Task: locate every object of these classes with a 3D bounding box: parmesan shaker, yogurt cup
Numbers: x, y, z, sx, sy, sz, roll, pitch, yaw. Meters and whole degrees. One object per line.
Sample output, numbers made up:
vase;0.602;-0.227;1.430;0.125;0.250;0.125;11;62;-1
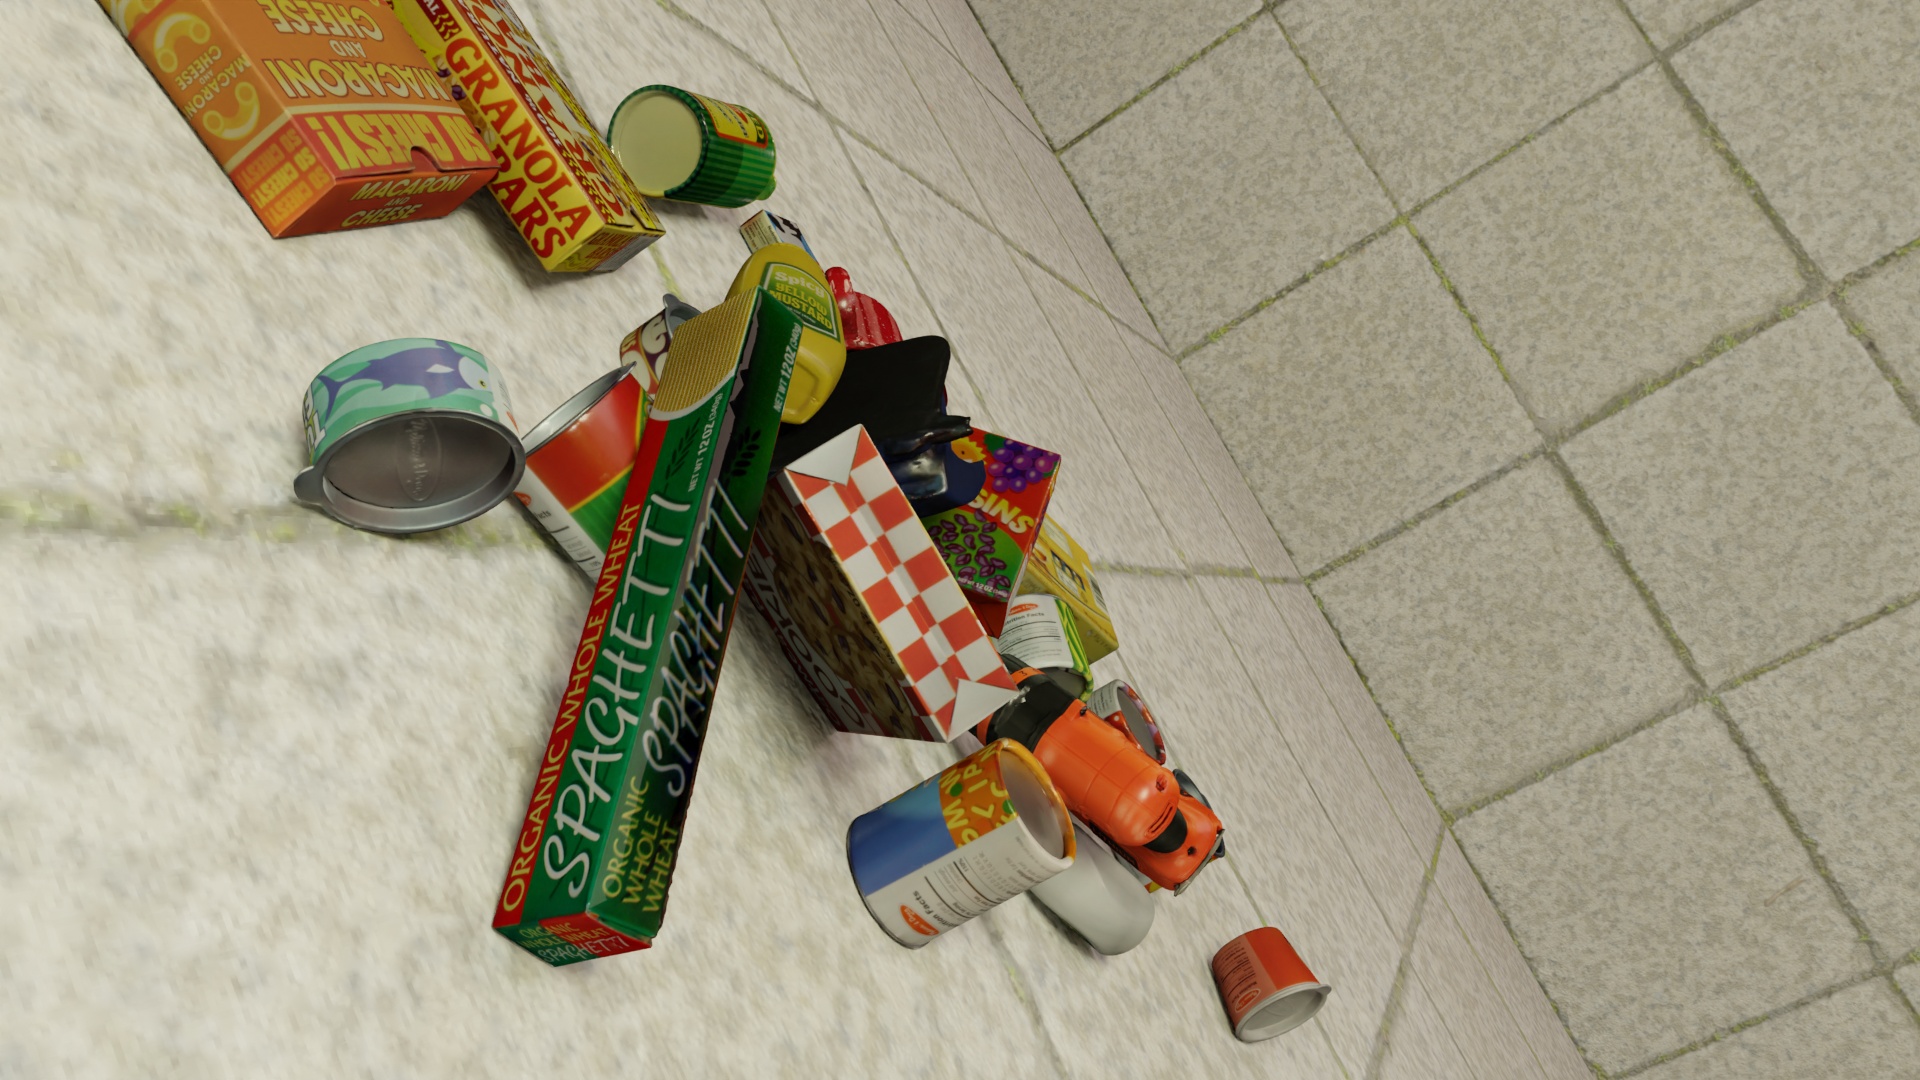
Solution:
parmesan shaker;-0.160;-0.238;0.851;0.071;0.071;0.103;58;17;-1
yogurt cup;0.209;0.303;0.953;0.072;0.072;0.054;39;18;-46

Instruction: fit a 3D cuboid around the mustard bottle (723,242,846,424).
mustard bottle;-0.096;-0.122;0.737;0.065;0.048;0.161;26;28;-23

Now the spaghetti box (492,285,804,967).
spaghetti box;-0.101;0.017;0.481;0.028;0.050;0.251;38;46;-38

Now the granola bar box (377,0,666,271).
granola bar box;-0.215;-0.209;0.667;0.165;0.039;0.124;56;7;-8

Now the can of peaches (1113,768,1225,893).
can of peaches;0.139;0.198;0.949;0.071;0.058;0.071;50;18;-23

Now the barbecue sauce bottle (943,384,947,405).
barbecue sauce bottle;-0.052;-0.103;0.961;0.065;0.043;0.149;57;18;-3

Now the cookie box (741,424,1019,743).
cookie box;-0.050;0.025;0.604;0.123;0.040;0.167;59;-20;-5

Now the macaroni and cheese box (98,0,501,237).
macaroni and cheese box;-0.270;-0.204;0.544;0.166;0.040;0.124;55;18;-8

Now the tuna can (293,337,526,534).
tuna can;-0.183;-0.034;0.459;0.071;0.071;0.033;30;31;-56

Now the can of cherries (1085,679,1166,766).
can of cherries;0.099;0.137;0.941;0.071;0.058;0.072;50;19;-24

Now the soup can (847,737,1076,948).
soup can;0.001;0.136;0.636;0.071;0.083;0.072;50;19;-24

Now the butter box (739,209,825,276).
butter box;-0.109;-0.175;0.957;0.103;0.024;0.053;61;18;9

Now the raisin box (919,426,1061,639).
raisin box;0.003;-0.010;0.818;0.039;0.086;0.124;100;9;-49

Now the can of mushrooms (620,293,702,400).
can of mushrooms;-0.141;-0.089;0.712;0.071;0.033;0.071;50;20;-25

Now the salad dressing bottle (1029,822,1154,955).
salad dressing bottle;0.051;0.176;0.772;0.147;0.044;0.064;46;10;-30

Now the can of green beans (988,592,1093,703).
can of green beans;0.047;0.077;0.890;0.071;0.071;0.058;42;24;-43

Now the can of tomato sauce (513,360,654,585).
can of tomato sauce;-0.132;-0.019;0.559;0.083;0.071;0.071;53;18;-20
